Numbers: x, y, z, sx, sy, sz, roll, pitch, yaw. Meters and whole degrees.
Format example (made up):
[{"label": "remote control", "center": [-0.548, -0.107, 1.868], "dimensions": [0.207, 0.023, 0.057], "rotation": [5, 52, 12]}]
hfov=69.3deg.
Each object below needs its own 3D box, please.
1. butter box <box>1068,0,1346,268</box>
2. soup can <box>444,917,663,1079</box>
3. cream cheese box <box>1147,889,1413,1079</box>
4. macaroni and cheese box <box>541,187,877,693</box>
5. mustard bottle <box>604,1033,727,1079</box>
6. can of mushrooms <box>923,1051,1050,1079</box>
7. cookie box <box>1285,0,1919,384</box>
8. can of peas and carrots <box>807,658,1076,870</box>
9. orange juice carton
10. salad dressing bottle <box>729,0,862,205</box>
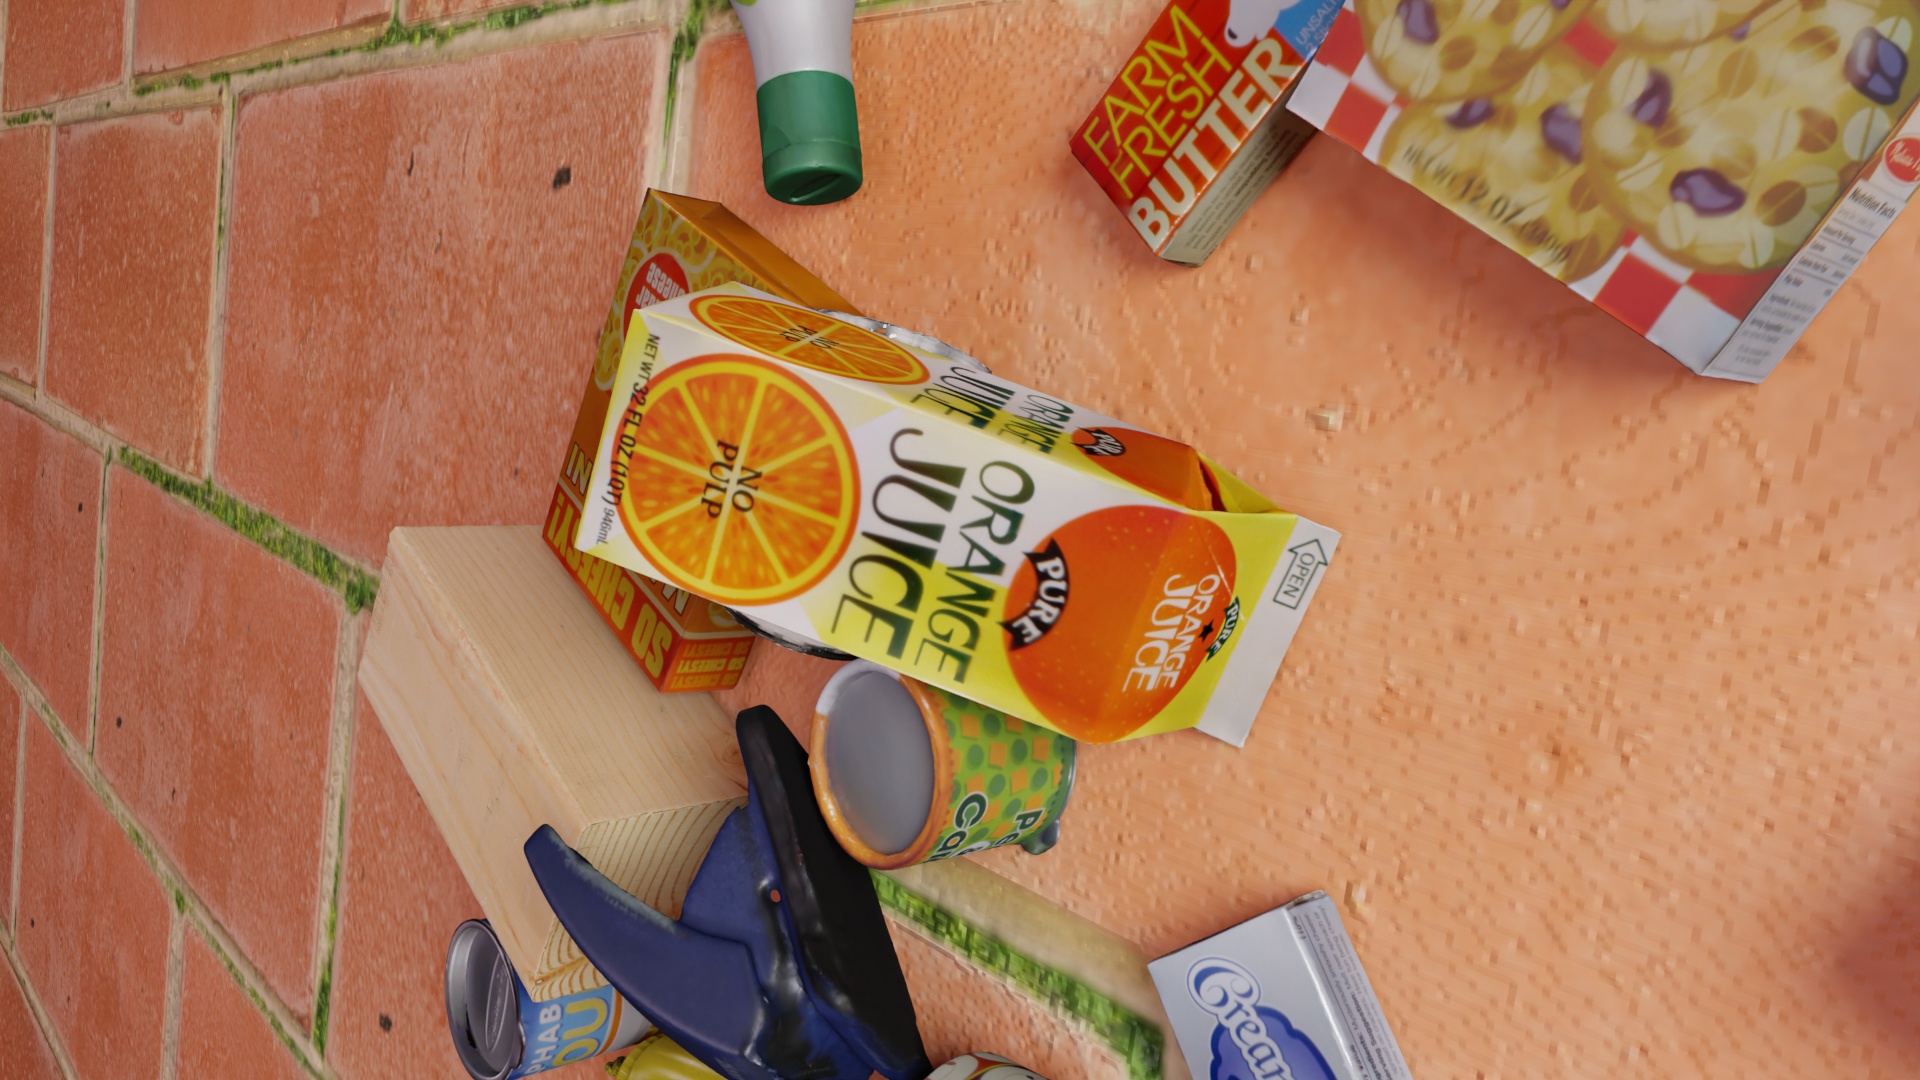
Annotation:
[{"label": "butter box", "center": [0.077, -0.131, 0.383], "dimensions": [0.103, 0.024, 0.053], "rotation": [-51, 56, 33]}, {"label": "soup can", "center": [-0.163, 0.188, 0.587], "dimensions": [0.071, 0.084, 0.071], "rotation": [0, 90, 47]}, {"label": "cream cheese box", "center": [0.093, 0.150, 0.362], "dimensions": [0.053, 0.024, 0.104], "rotation": [-39, 62, 37]}, {"label": "macaroni and cheese box", "center": [-0.108, -0.041, 0.566], "dimensions": [0.124, 0.040, 0.165], "rotation": [42, 118, 39]}, {"label": "mustard bottle", "center": [-0.093, 0.223, 0.539], "dimensions": [0.160, 0.049, 0.065], "rotation": [3, 90, 47]}, {"label": "can of mushrooms", "center": [0.008, 0.192, 0.418], "dimensions": [0.033, 0.071, 0.071], "rotation": [5, 93, 48]}, {"label": "cookie box", "center": [0.161, -0.135, 0.284], "dimensions": [0.123, 0.040, 0.166], "rotation": [49, 124, 35]}, {"label": "can of peas and carrots", "center": [-0.006, 0.070, 0.442], "dimensions": [0.071, 0.059, 0.071], "rotation": [0, 89, 47]}, {"label": "orange juice carton", "center": [0.001, -0.005, 0.390], "dimensions": [0.193, 0.073, 0.071], "rotation": [20, 109, 5]}, {"label": "salad dressing bottle", "center": [-0.061, -0.201, 0.516], "dimensions": [0.064, 0.044, 0.148], "rotation": [-15, 79, 44]}]
